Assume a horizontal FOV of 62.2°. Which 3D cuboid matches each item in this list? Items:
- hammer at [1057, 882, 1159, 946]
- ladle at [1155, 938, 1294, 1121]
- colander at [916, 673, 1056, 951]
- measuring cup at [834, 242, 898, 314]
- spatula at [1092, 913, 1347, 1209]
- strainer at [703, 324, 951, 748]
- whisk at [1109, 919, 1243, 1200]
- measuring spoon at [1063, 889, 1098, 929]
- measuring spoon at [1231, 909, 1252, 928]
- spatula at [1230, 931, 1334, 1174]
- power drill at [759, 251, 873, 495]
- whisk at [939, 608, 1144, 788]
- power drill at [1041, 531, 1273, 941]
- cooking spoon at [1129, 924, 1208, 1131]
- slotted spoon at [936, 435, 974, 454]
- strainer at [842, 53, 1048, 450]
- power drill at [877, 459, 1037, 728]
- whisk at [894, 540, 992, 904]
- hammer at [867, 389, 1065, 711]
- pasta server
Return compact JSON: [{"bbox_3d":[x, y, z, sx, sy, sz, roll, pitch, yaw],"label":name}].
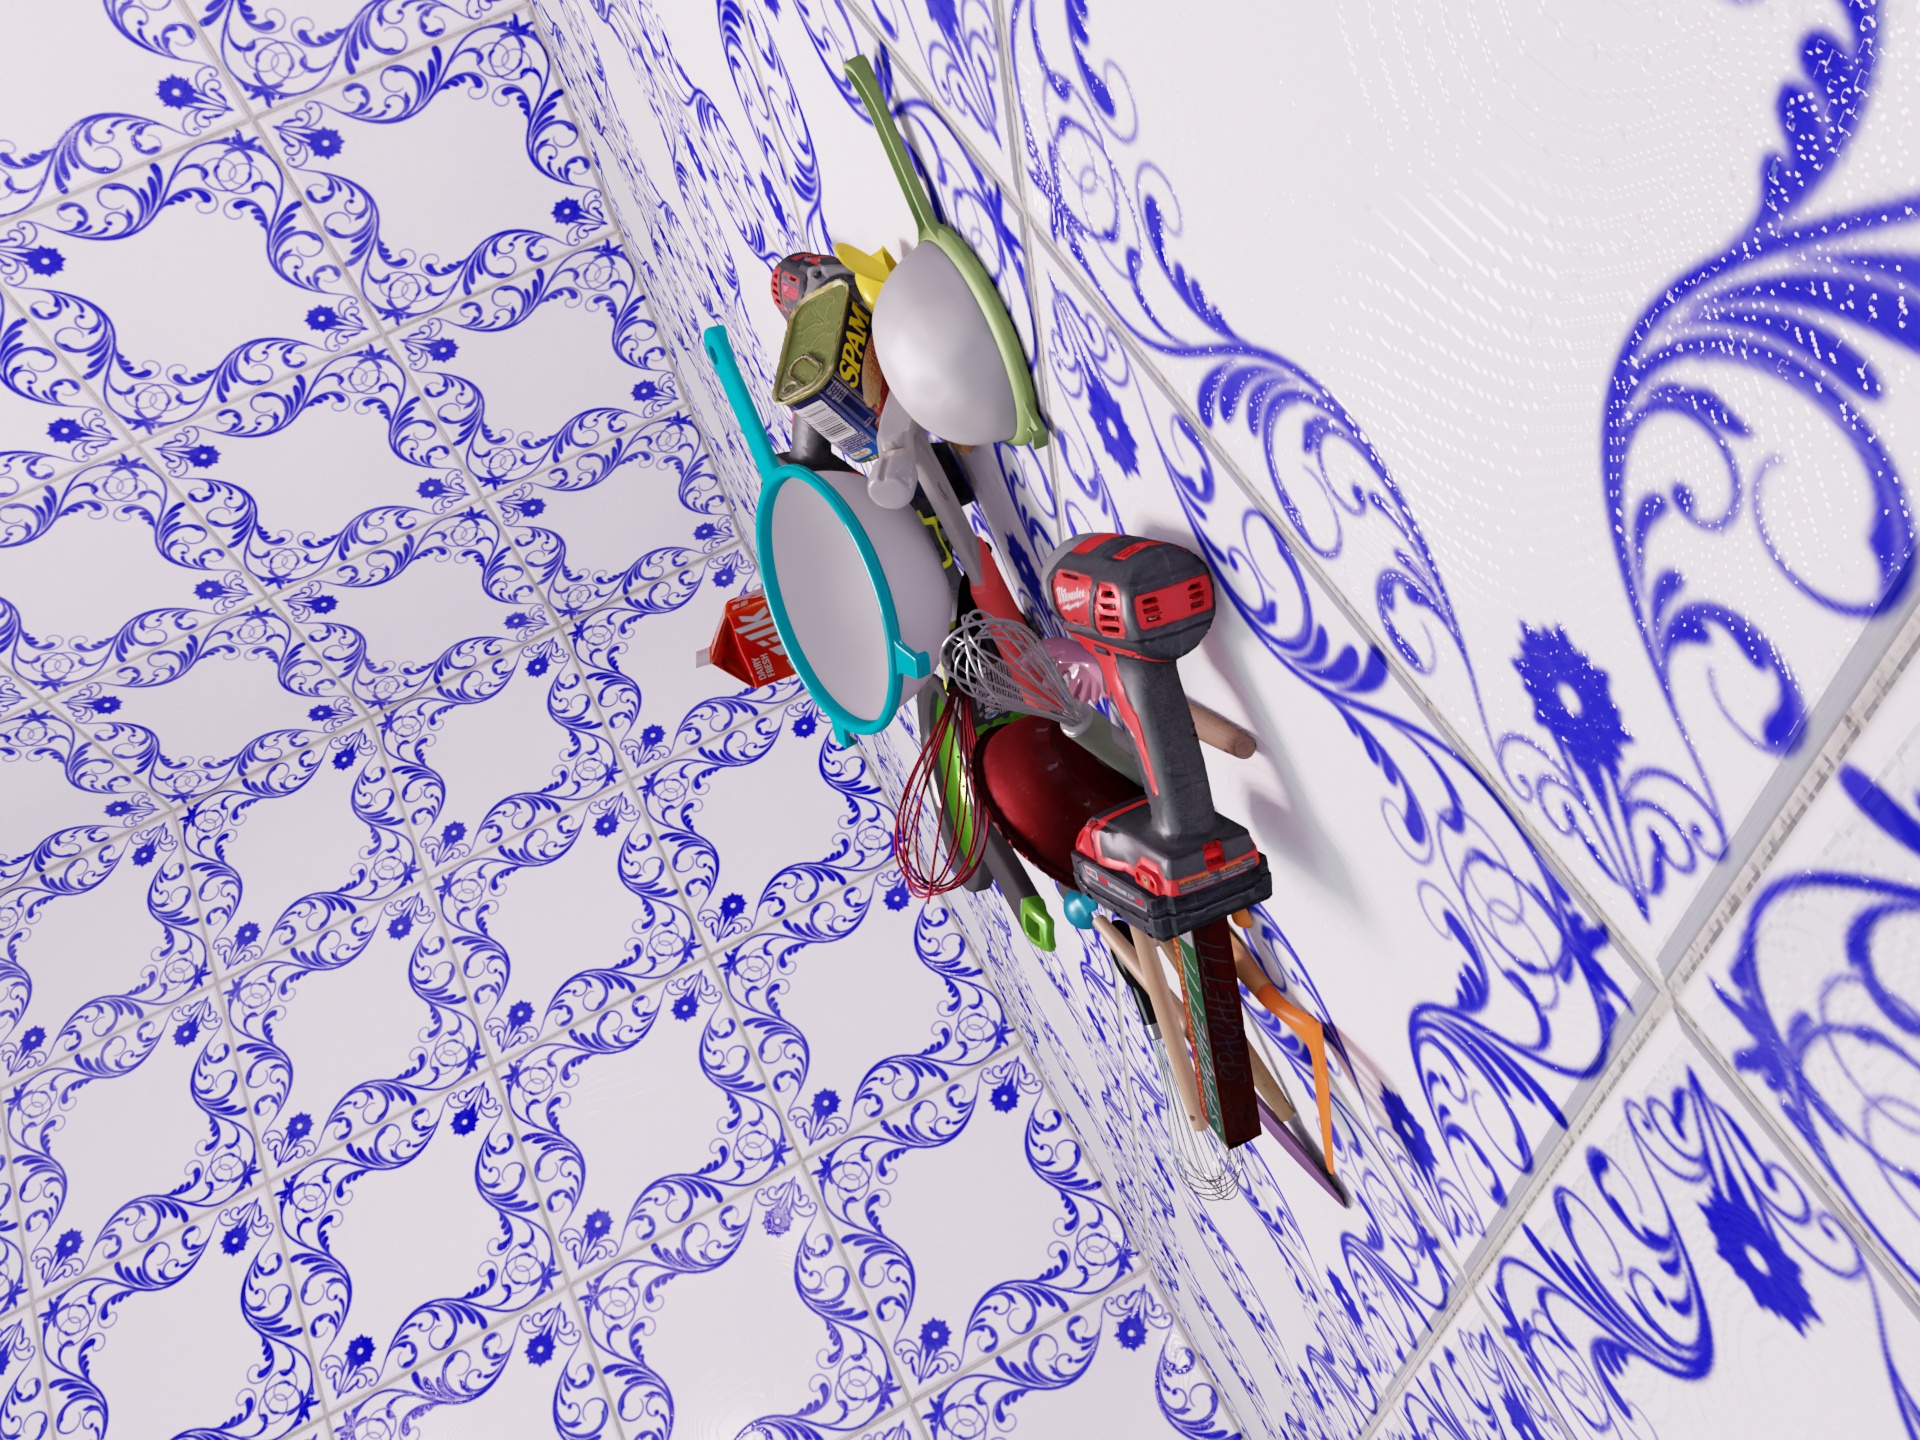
[{"bbox_3d":[0.124,0.140,1.460,0.146,0.035,0.334,62,172,6],"label":"hammer"},{"bbox_3d":[0.154,0.182,1.223,0.320,0.062,0.078,56,-166,-4],"label":"ladle"},{"bbox_3d":[0.052,0.082,1.392,0.397,0.094,0.204,-122,24,-62],"label":"colander"},{"bbox_3d":[-0.065,-0.294,1.067,0.062,0.029,0.156,63,-163,2],"label":"measuring cup"},{"bbox_3d":[0.206,0.272,1.296,0.316,0.018,0.059,49,176,34],"label":"spatula"},{"bbox_3d":[-0.094,-0.159,1.217,0.340,0.095,0.211,66,154,8],"label":"strainer"},{"bbox_3d":[0.197,0.321,1.505,0.070,0.070,0.284,154,94,-82],"label":"whisk"},{"bbox_3d":[0.108,0.170,1.445,0.042,0.021,0.128,60,173,11],"label":"measuring spoon"},{"bbox_3d":[0.168,0.093,1.097,0.117,0.011,0.021,61,172,20],"label":"measuring spoon"},{"bbox_3d":[0.193,0.178,1.108,0.323,0.041,0.081,-127,23,-58],"label":"spatula"},{"bbox_3d":[-0.104,-0.258,1.295,0.188,0.080,0.226,-135,44,-56],"label":"power drill"},{"bbox_3d":[0.070,-0.005,1.009,0.246,0.059,0.058,33,-144,-46],"label":"whisk"},{"bbox_3d":[0.100,0.000,0.901,0.143,0.078,0.219,27,133,64],"label":"power drill"},{"bbox_3d":[0.151,0.187,1.283,0.069,0.017,0.319,-8,104,47],"label":"cooking spoon"},{"bbox_3d":[-0.054,-0.271,1.303,0.314,0.031,0.070,-131,23,-54],"label":"slotted spoon"},{"bbox_3d":[-0.035,-0.277,0.993,0.256,0.069,0.152,65,172,-22],"label":"strainer"},{"bbox_3d":[-0.012,-0.119,1.353,0.171,0.080,0.223,76,168,-62],"label":"power drill"},{"bbox_3d":[-0.002,-0.004,1.209,0.073,0.073,0.296,85,-167,-69],"label":"whisk"},{"bbox_3d":[0.027,-0.096,1.192,0.149,0.037,0.358,-76,-32,-41],"label":"hammer"},{"bbox_3d":[0.110,-0.013,1.034,0.060,0.040,0.316,36,180,-21],"label":"pasta server"}]
